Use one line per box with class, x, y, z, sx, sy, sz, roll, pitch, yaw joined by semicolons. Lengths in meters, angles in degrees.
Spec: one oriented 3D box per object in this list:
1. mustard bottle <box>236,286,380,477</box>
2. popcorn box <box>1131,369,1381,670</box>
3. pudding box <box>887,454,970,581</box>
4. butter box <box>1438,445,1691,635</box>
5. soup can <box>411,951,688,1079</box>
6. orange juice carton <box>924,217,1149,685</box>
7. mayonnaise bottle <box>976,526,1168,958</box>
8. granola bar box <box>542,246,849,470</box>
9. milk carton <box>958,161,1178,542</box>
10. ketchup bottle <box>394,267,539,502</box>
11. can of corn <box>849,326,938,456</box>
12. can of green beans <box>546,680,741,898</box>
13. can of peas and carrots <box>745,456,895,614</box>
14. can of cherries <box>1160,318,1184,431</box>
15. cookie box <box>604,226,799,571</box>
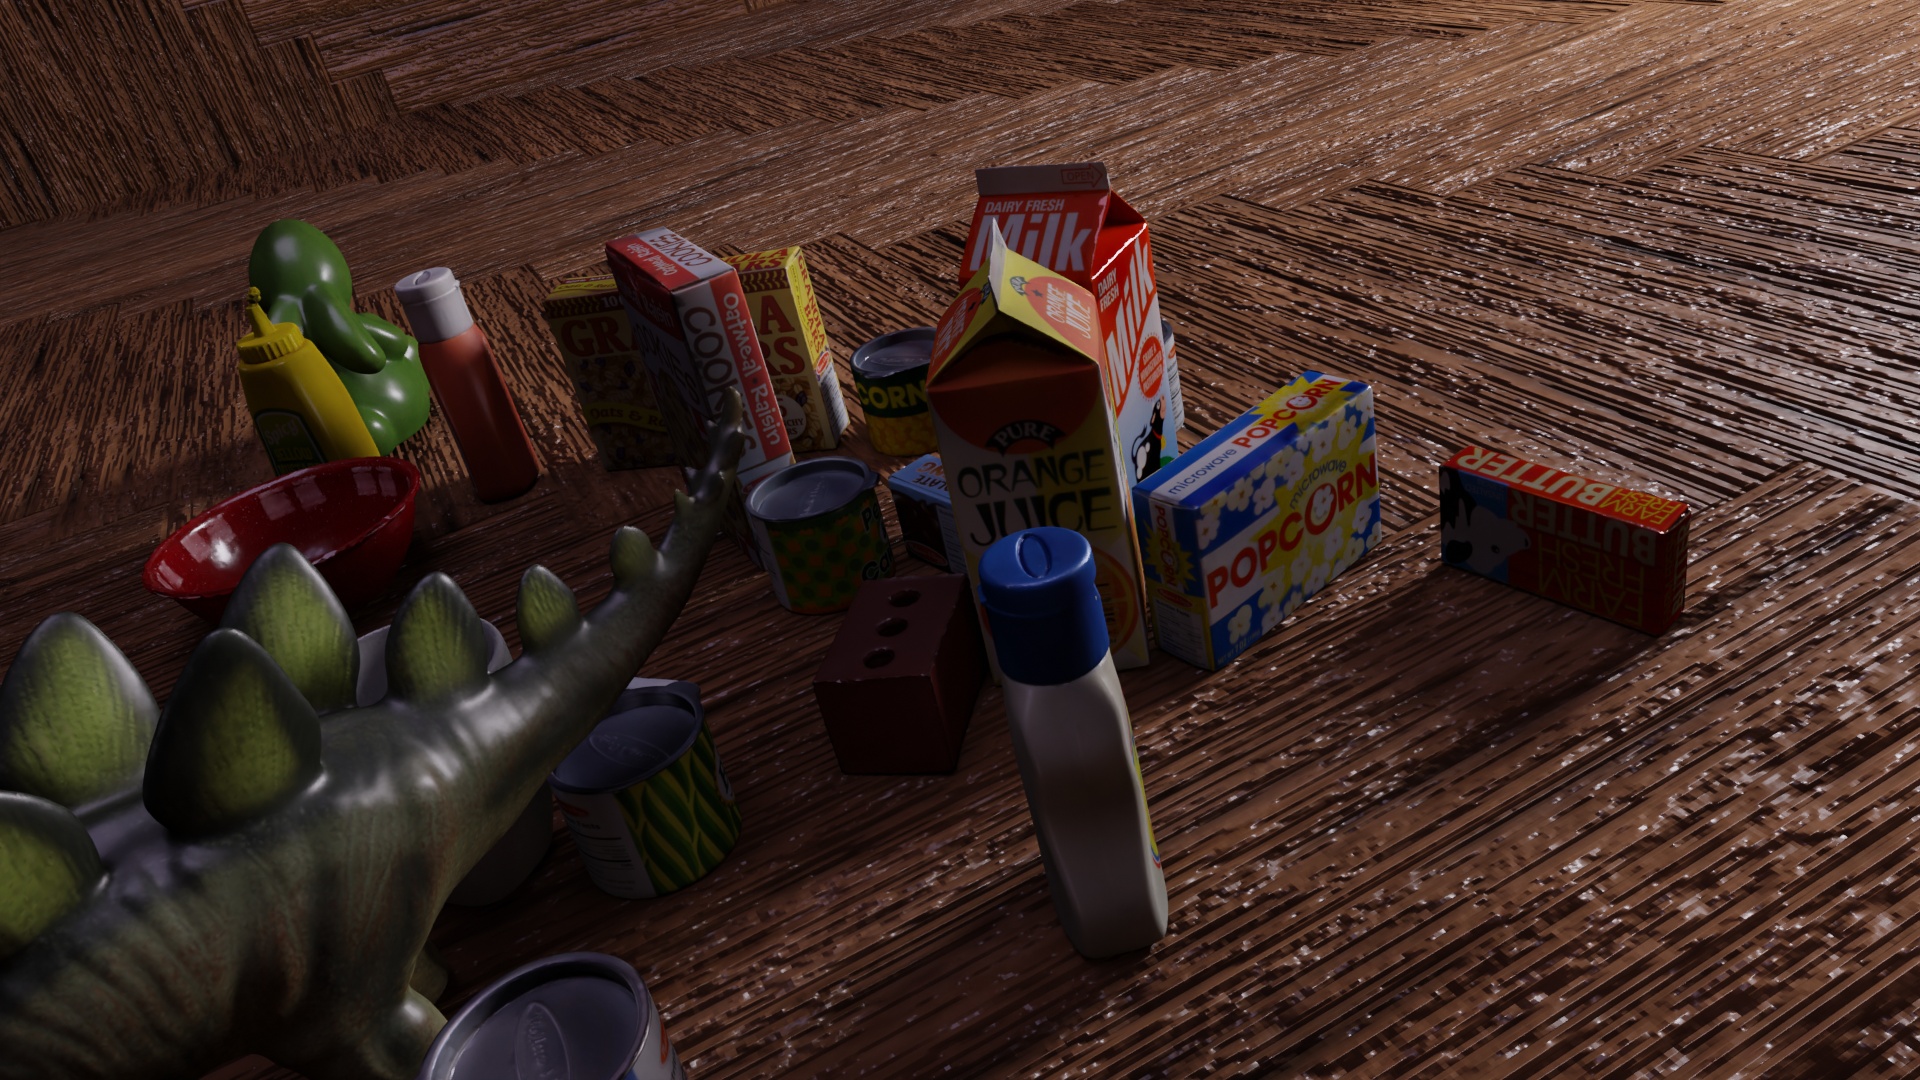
mustard bottle;-0.441;-0.092;0.923;0.065;0.159;0.049;-3;31;18
popcorn box;0.135;-0.011;0.622;0.127;0.084;0.038;-32;34;-30
pudding box;0.003;-0.009;0.709;0.030;0.049;0.084;-32;34;-30
butter box;0.254;-0.002;0.589;0.024;0.053;0.103;-30;33;-27
soup can;-0.112;0.175;0.405;0.071;0.083;0.072;-10;29;6
orange juice carton;0.032;-0.037;0.601;0.073;0.191;0.072;-8;30;10
mayonnaise bottle;0.038;0.067;0.464;0.041;0.147;0.065;-14;29;0
granola bar box;-0.165;-0.113;0.883;0.165;0.123;0.039;-4;30;16
milk carton;0.055;-0.095;0.693;0.072;0.189;0.074;5;34;30
ketchup bottle;-0.320;-0.102;0.903;0.043;0.148;0.065;-17;29;-6
can of corn;-0.031;-0.091;0.855;0.071;0.058;0.071;-10;29;6
can of green beans;-0.128;0.102;0.564;0.071;0.057;0.071;-10;29;6
can of peas and carrots;-0.069;-0.004;0.720;0.071;0.058;0.071;-10;29;6
can of cherries;0.091;-0.091;0.805;0.071;0.058;0.072;-10;29;6
cookie box;-0.140;-0.081;0.773;0.040;0.166;0.123;-25;31;-19
